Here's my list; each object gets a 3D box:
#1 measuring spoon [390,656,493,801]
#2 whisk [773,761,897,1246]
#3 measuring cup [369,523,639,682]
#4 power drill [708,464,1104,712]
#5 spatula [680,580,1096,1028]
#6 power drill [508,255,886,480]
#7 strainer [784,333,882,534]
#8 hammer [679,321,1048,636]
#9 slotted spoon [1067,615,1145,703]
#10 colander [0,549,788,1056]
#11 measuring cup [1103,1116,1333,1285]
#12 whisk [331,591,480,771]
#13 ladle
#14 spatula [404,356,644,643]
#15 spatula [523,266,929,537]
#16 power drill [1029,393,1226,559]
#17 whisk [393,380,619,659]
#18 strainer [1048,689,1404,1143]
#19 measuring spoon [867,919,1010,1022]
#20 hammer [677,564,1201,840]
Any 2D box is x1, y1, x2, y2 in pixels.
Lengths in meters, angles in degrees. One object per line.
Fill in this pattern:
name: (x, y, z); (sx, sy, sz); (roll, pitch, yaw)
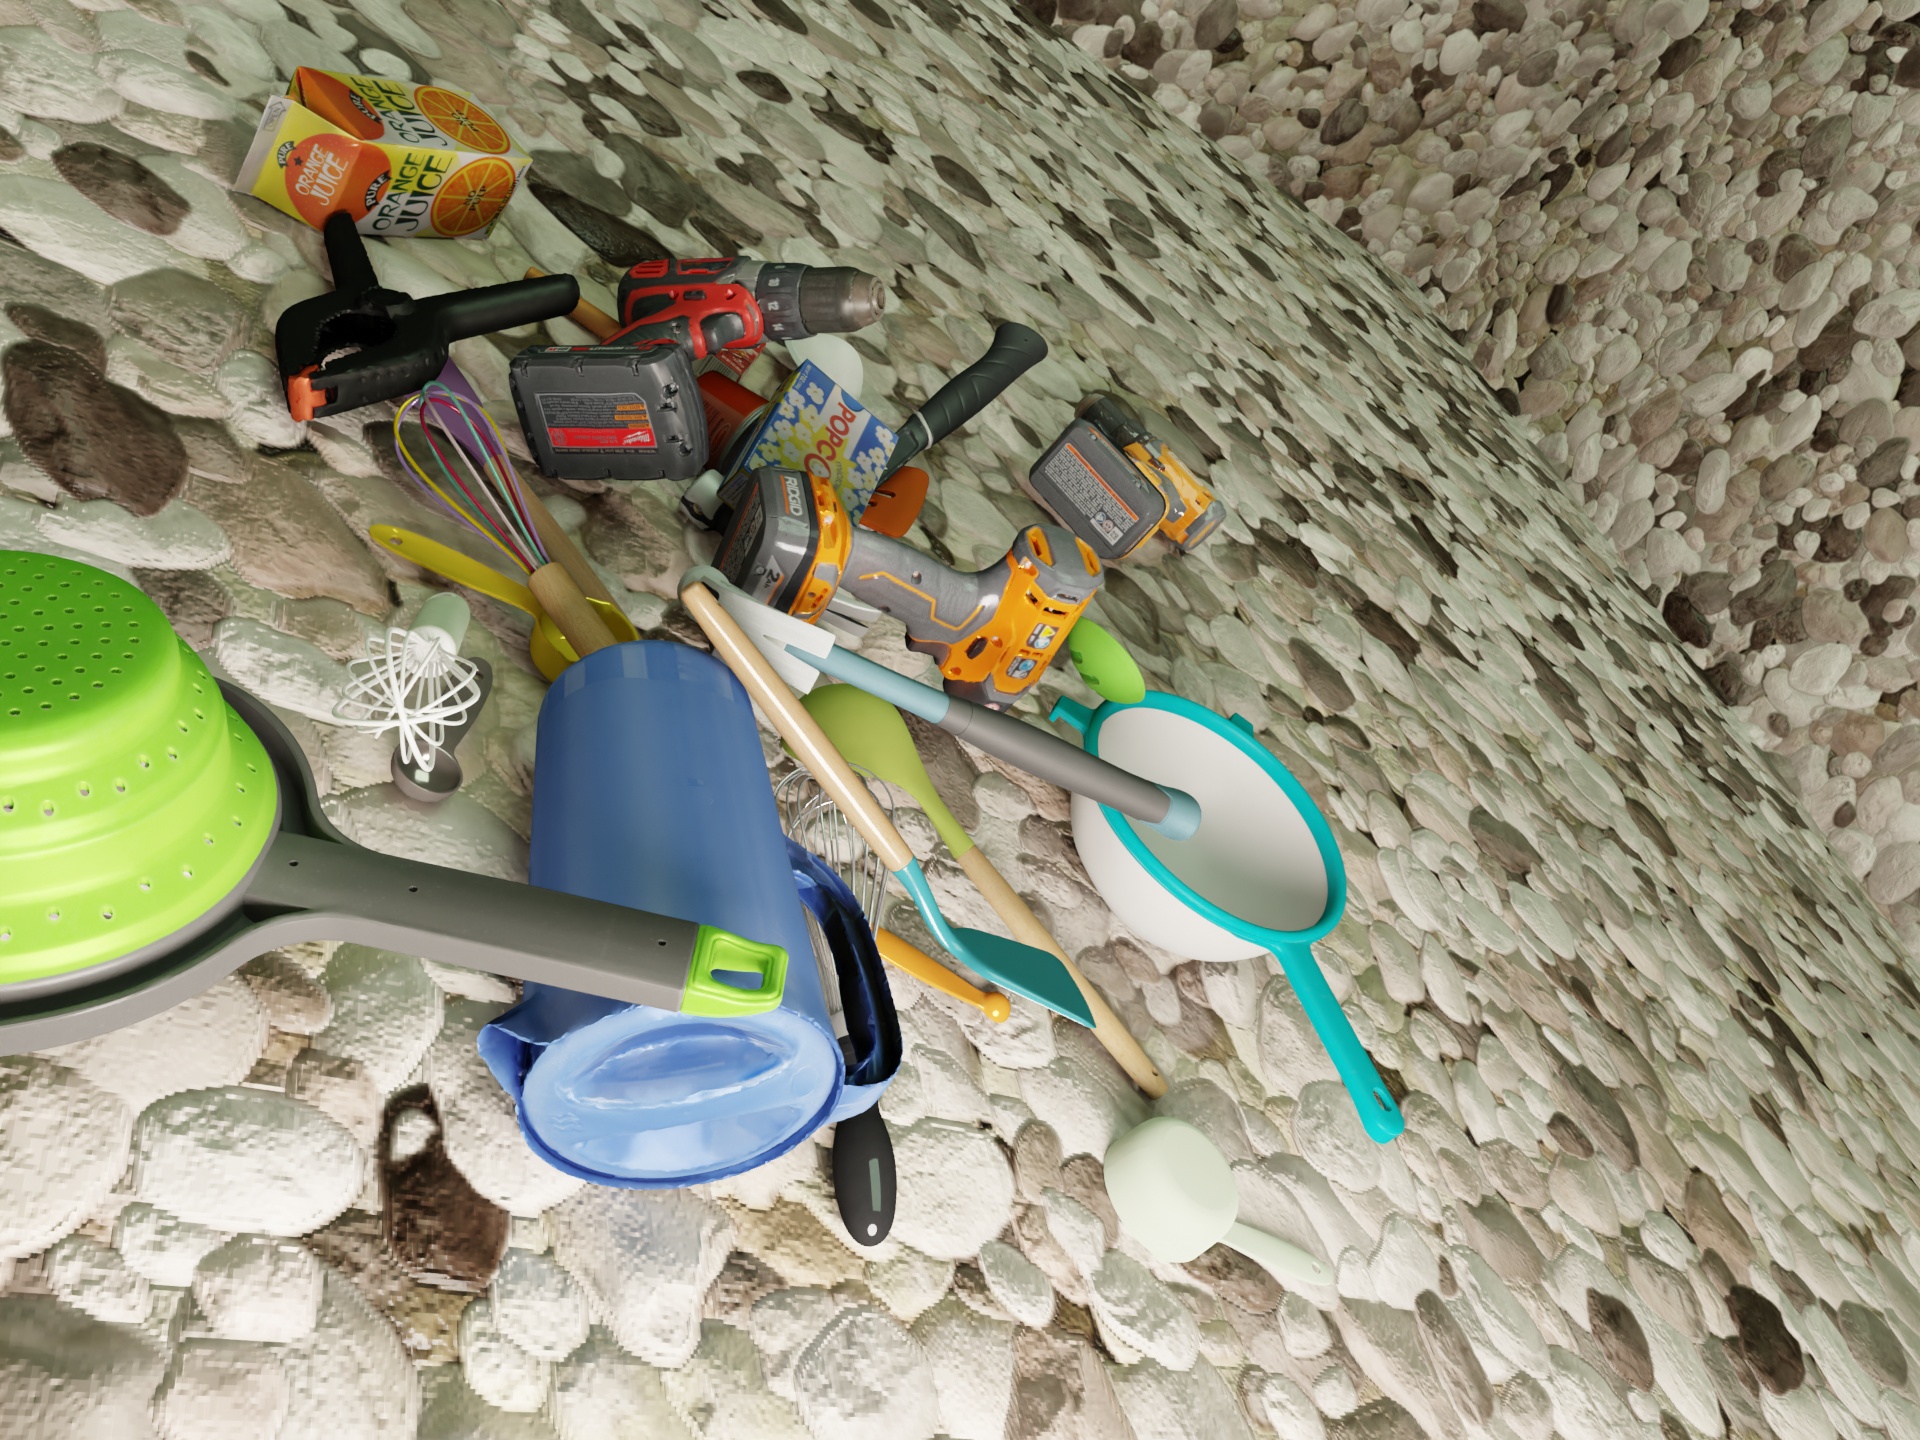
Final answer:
measuring spoon: (-0.254, 0.004, 0.787); (0.034, 0.018, 0.124); (33, 25, -18)
whisk: (-0.060, 0.131, 0.817); (0.070, 0.070, 0.285); (22, 41, -32)
measuring cup: (-0.251, -0.061, 0.867); (0.156, 0.029, 0.062); (26, 36, -5)
power drill: (-0.042, -0.065, 1.004); (0.226, 0.164, 0.084); (11, 42, -25)
spatula: (-0.036, 0.048, 0.825); (0.317, 0.044, 0.082); (54, 3, -22)
power drill: (-0.164, -0.240, 1.026); (0.188, 0.080, 0.227); (3, 36, 17)
strainer: (-0.090, -0.234, 1.252); (0.086, 0.050, 0.259); (31, 33, -46)
hammer: (-0.034, -0.205, 1.182); (0.149, 0.036, 0.409); (42, 45, -1)
slotted spoon: (0.070, -0.075, 1.149); (0.070, 0.031, 0.314); (58, 1, -21)
colander: (-0.248, 0.026, 0.551); (0.397, 0.094, 0.205); (13, 35, -8)
measuring cup: (0.157, 0.278, 0.898); (0.167, 0.038, 0.083); (30, 33, -18)
whisk: (-0.242, -0.029, 0.723); (0.246, 0.058, 0.059); (-135, -149, -71)
ladle: (0.011, 0.105, 0.954); (0.320, 0.062, 0.078); (51, 29, 0)
spatula: (-0.264, -0.134, 0.939); (0.316, 0.018, 0.059); (51, 32, 15)
spatula: (-0.170, -0.234, 1.153); (0.322, 0.041, 0.081); (33, 46, -14)
power drill: (0.147, -0.237, 1.497); (0.185, 0.084, 0.226); (49, 26, 11)
whisk: (-0.232, -0.096, 0.859); (0.245, 0.051, 0.047); (51, 33, 18)
strainer: (0.173, 0.136, 1.040); (0.211, 0.095, 0.341); (5, 48, -39)
measuring spoon: (-0.017, 0.138, 0.896); (0.116, 0.011, 0.021); (33, 32, -17)
hammer: (-0.001, -0.003, 0.911); (0.330, 0.033, 0.128); (24, 5, -23)
